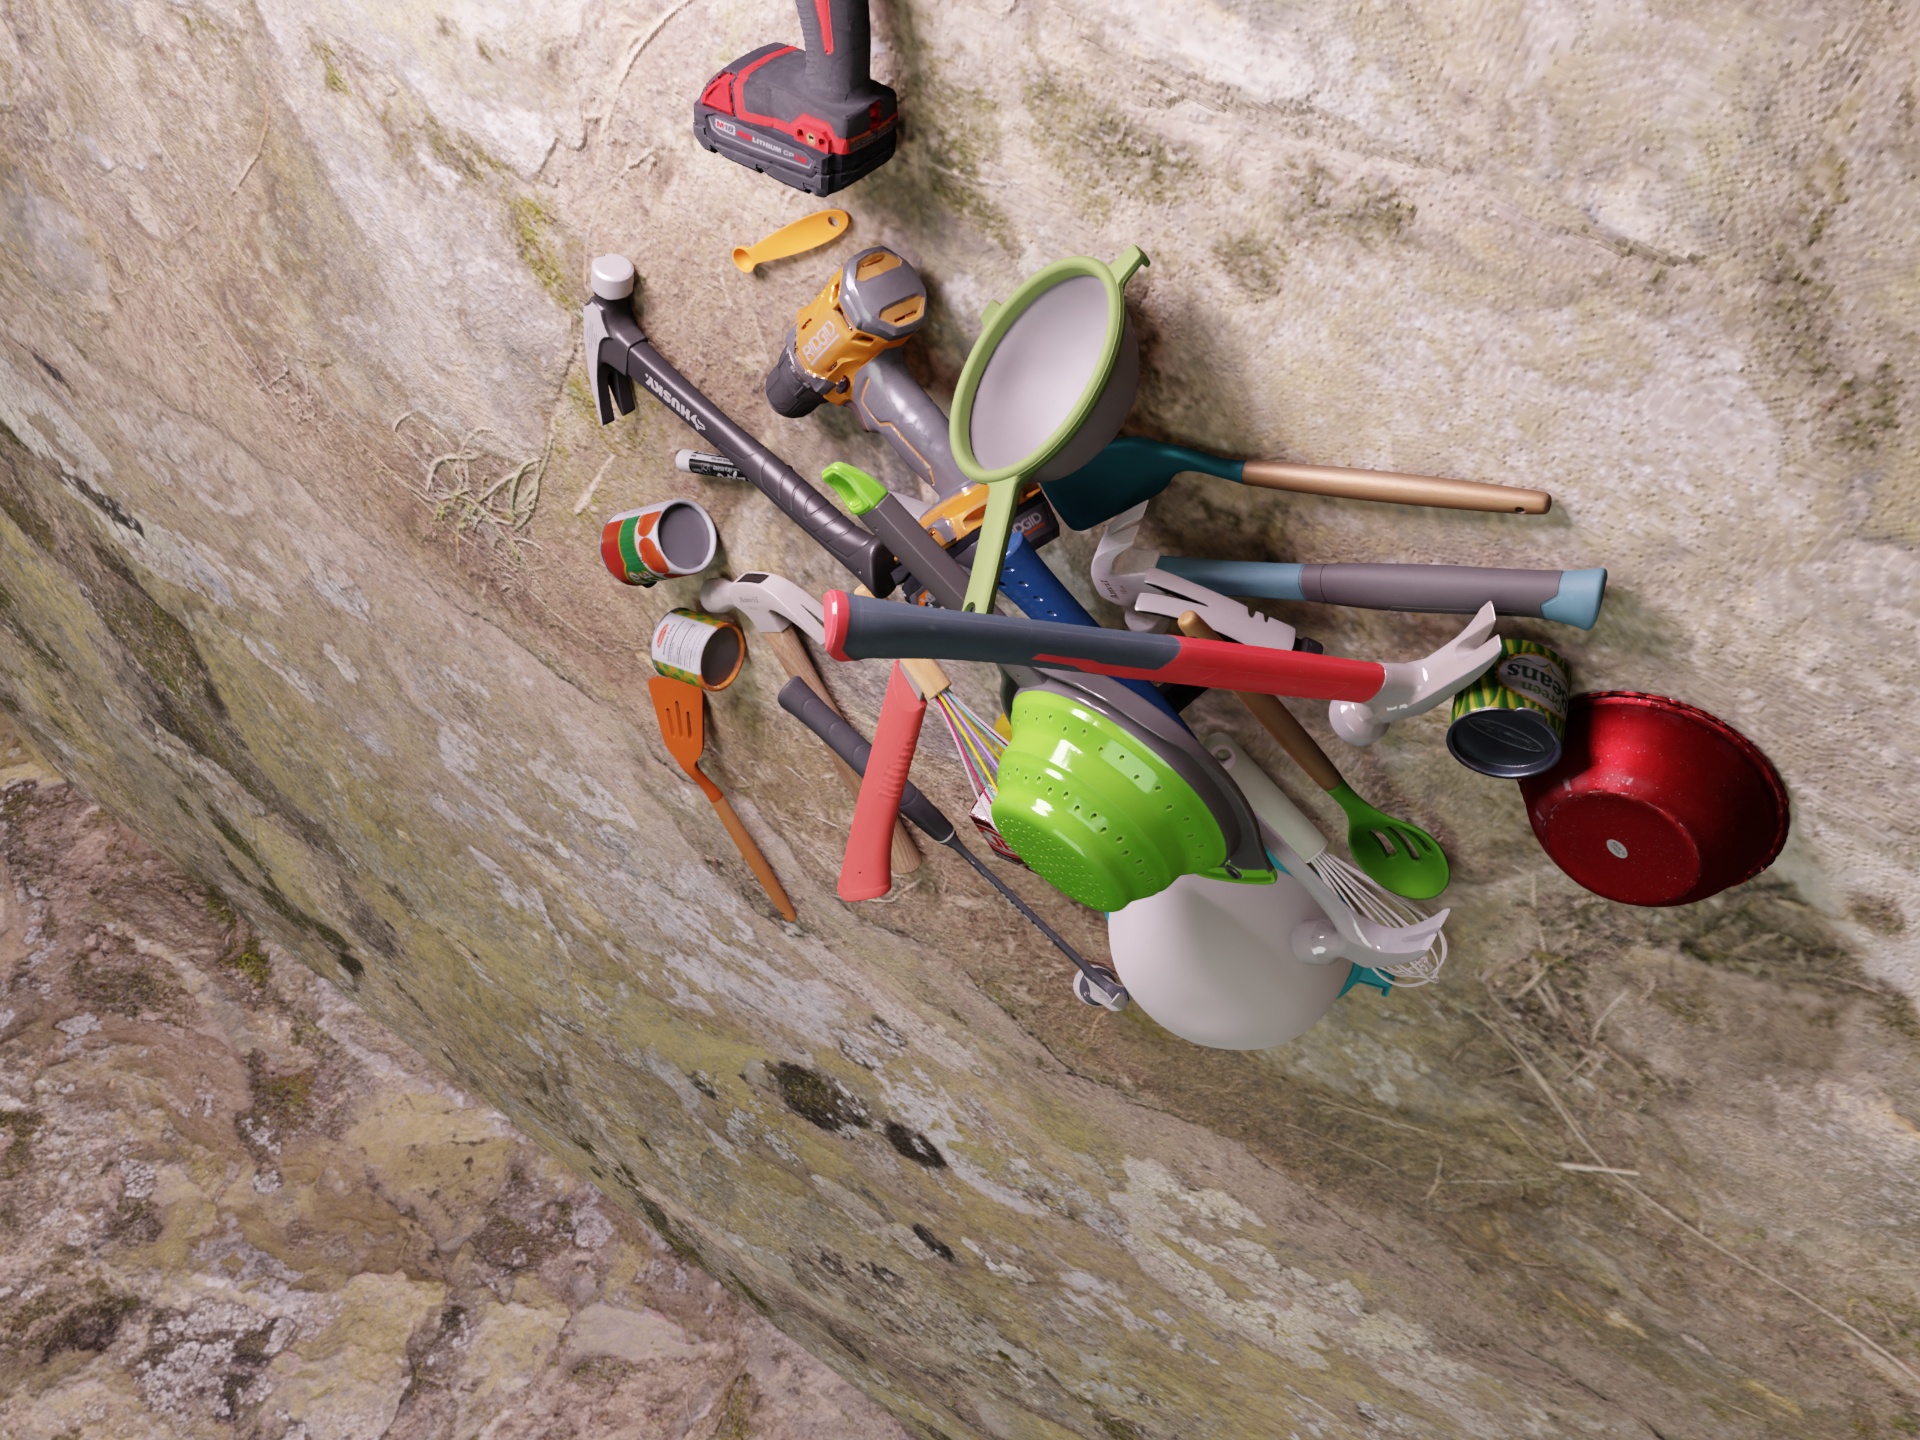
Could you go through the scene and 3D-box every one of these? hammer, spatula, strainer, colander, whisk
[{"bbox_3d":[-0.002,0.110,1.372,0.409,0.036,0.149,43,170,-5],"label":"hammer"},{"bbox_3d":[0.113,-0.042,0.899,0.386,0.038,0.143,5,155,-21],"label":"hammer"},{"bbox_3d":[0.196,-0.140,0.974,0.318,0.044,0.082,12,155,33],"label":"spatula"},{"bbox_3d":[0.164,0.029,1.054,0.405,0.035,0.144,45,155,-17],"label":"hammer"},{"bbox_3d":[-0.237,0.091,1.649,0.081,0.041,0.322,8,137,39],"label":"spatula"},{"bbox_3d":[-0.056,-0.003,1.272,0.149,0.037,0.358,28,124,17],"label":"hammer"},{"bbox_3d":[0.053,-0.152,0.963,0.069,0.256,0.151,22,165,-34],"label":"strainer"},{"bbox_3d":[-0.171,-0.206,1.218,0.335,0.035,0.146,42,145,16],"label":"hammer"},{"bbox_3d":[0.032,0.003,1.027,0.397,0.094,0.204,45,162,-15],"label":"colander"},{"bbox_3d":[-0.002,-0.004,1.190,0.245,0.047,0.051,54,141,3],"label":"whisk"},{"bbox_3d":[0.162,0.149,1.210,0.211,0.095,0.340,-21,122,41],"label":"strainer"},{"bbox_3d":[0.126,-0.003,1.150,0.127,0.034,0.336,24,153,-8],"label":"hammer"},{"bbox_3d":[0.265,0.101,1.166,0.058,0.059,0.246,-43,90,17],"label":"whisk"},{"bbox_3d":[0.230,-0.085,0.990,0.331,0.033,0.128,7,154,34],"label":"hammer"},{"bbox_3d":[-0.113,0.009,1.435,0.130,0.031,0.331,2,129,43],"label":"hammer"}]

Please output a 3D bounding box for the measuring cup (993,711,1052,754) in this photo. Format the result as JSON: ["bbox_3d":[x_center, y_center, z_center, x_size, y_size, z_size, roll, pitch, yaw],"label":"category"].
[{"bbox_3d":[0.061,-0.013,1.245,0.062,0.029,0.156,33,146,12],"label":"measuring cup"}]

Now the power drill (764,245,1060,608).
[{"bbox_3d":[-0.047,-0.190,1.106,0.226,0.084,0.185,59,148,-4],"label":"power drill"}]

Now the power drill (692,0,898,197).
[{"bbox_3d":[-0.097,-0.432,0.919,0.143,0.078,0.219,28,140,18],"label":"power drill"}]

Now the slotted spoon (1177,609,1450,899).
[{"bbox_3d":[0.236,0.026,1.056,0.070,0.031,0.313,-10,138,44],"label":"slotted spoon"}]

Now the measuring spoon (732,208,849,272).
[{"bbox_3d":[-0.116,-0.333,1.098,0.117,0.011,0.021,-6,124,42],"label":"measuring spoon"}]
